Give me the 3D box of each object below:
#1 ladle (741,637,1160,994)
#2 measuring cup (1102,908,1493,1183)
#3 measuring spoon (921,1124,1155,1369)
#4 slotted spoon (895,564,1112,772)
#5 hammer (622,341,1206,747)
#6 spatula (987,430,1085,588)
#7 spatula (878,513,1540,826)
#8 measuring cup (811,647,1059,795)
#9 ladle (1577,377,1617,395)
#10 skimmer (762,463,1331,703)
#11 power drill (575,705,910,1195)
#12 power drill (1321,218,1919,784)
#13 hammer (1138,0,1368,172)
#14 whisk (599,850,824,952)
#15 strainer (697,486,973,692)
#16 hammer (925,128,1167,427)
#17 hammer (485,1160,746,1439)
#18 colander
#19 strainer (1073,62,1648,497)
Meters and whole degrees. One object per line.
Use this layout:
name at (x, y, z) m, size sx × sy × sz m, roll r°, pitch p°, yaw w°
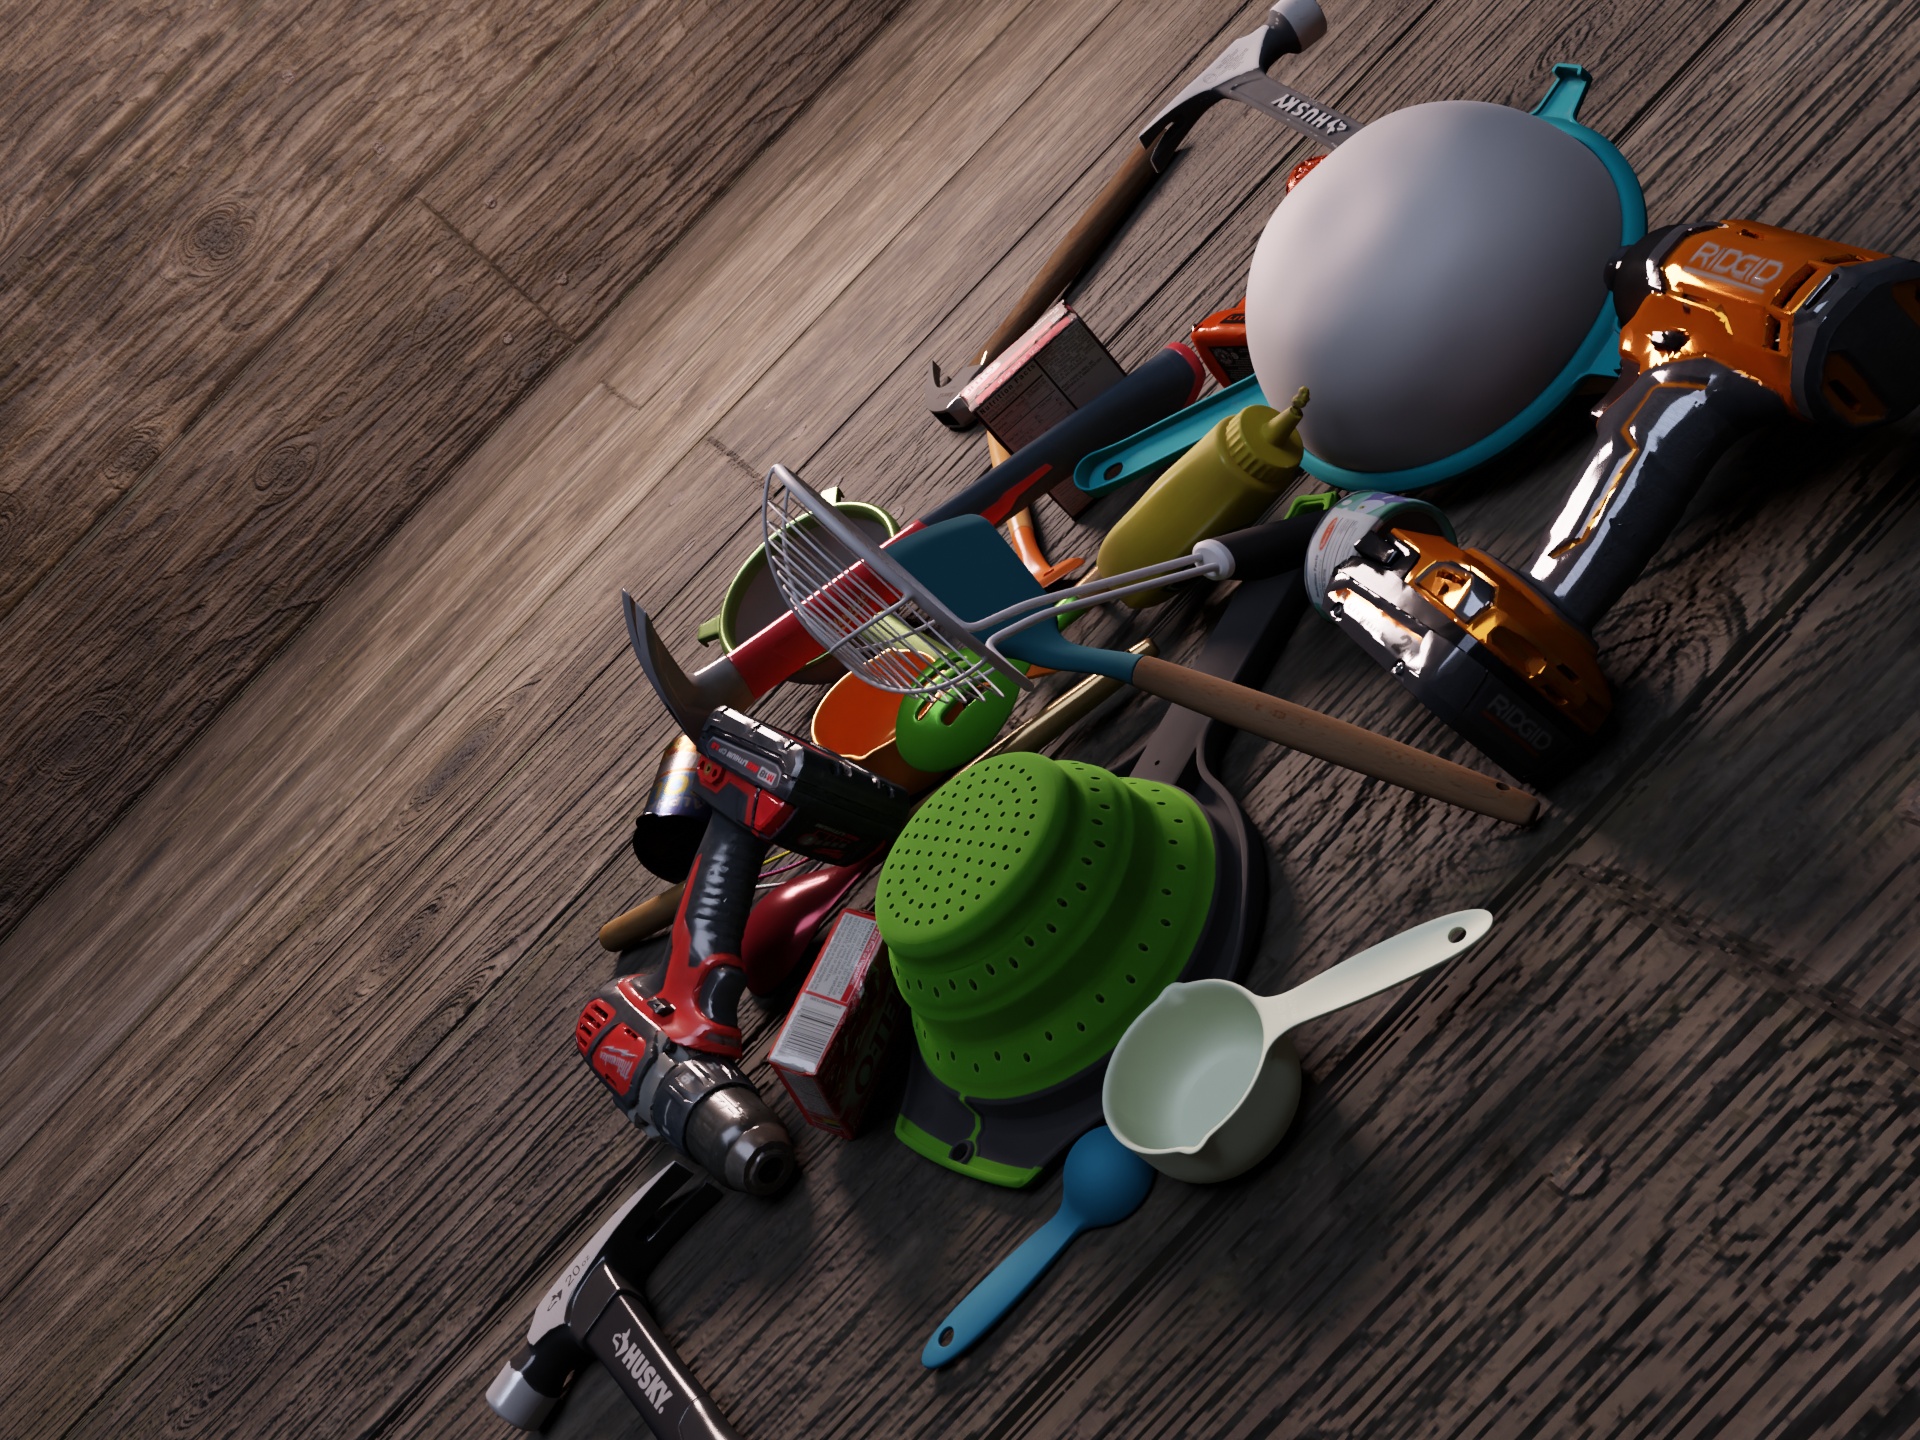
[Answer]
ladle at (-0.016, 0.052, 0.891) m, size 0.315 × 0.031 × 0.069 m, roll -38°, pitch 34°, yaw 16°
measuring cup at (0.132, 0.120, 0.602) m, size 0.167 × 0.038 × 0.083 m, roll -32°, pitch 31°, yaw 21°
measuring spoon at (0.026, 0.210, 0.640) m, size 0.128 × 0.021 × 0.042 m, roll -45°, pitch 28°, yaw -1°
slotted spoon at (0.084, -0.084, 0.902) m, size 0.314 × 0.031 × 0.070 m, roll -41°, pitch 50°, yaw -10°
hammer at (-0.014, -0.121, 0.936) m, size 0.386 × 0.143 × 0.038 m, roll -37°, pitch 44°, yaw -12°
spatula at (0.035, -0.142, 1.071) m, size 0.081 × 0.041 × 0.323 m, roll -31°, pitch 30°, yaw 14°
spatula at (0.101, -0.023, 0.699) m, size 0.318 × 0.044 × 0.082 m, roll 23°, pitch 35°, yaw 34°
measuring cup at (-0.001, -0.003, 0.938) m, size 0.173 × 0.052 × 0.095 m, roll -13°, pitch 40°, yaw 22°
ladle at (0.343, -0.161, 0.666) m, size 0.320 × 0.062 × 0.078 m, roll 11°, pitch 69°, yaw 61°
skimmer at (0.077, -0.082, 0.682) m, size 0.127 × 0.363 × 0.090 m, roll 44°, pitch 134°, yaw 33°
power drill at (-0.113, 0.123, 0.847) m, size 0.188 × 0.080 × 0.227 m, roll 24°, pitch 89°, yaw 51°
power drill at (0.256, -0.102, 0.644) m, size 0.226 × 0.084 × 0.164 m, roll -50°, pitch 26°, yaw 13°
hammer at (0.239, -0.332, 0.934) m, size 0.149 × 0.036 × 0.409 m, roll -37°, pitch 39°, yaw 6°
whisk at (-0.150, 0.103, 1.012) m, size 0.245 × 0.051 × 0.047 m, roll -29°, pitch 11°, yaw 36°
strainer at (-0.059, -0.058, 1.082) m, size 0.151 × 0.069 × 0.257 m, roll -49°, pitch 44°, yaw -9°
hammer at (0.079, -0.371, 1.323) m, size 0.331 × 0.031 × 0.130 m, roll -54°, pitch 30°, yaw -16°
hammer at (-0.106, 0.307, 0.681) m, size 0.146 × 0.035 × 0.335 m, roll -54°, pitch 29°, yaw -13°
colander at (0.070, 0.018, 0.757) m, size 0.204 × 0.094 × 0.397 m, roll 1°, pitch 53°, yaw 54°
strainer at (0.170, -0.206, 0.824) m, size 0.340 × 0.095 × 0.211 m, roll -23°, pitch 54°, yaw 39°
